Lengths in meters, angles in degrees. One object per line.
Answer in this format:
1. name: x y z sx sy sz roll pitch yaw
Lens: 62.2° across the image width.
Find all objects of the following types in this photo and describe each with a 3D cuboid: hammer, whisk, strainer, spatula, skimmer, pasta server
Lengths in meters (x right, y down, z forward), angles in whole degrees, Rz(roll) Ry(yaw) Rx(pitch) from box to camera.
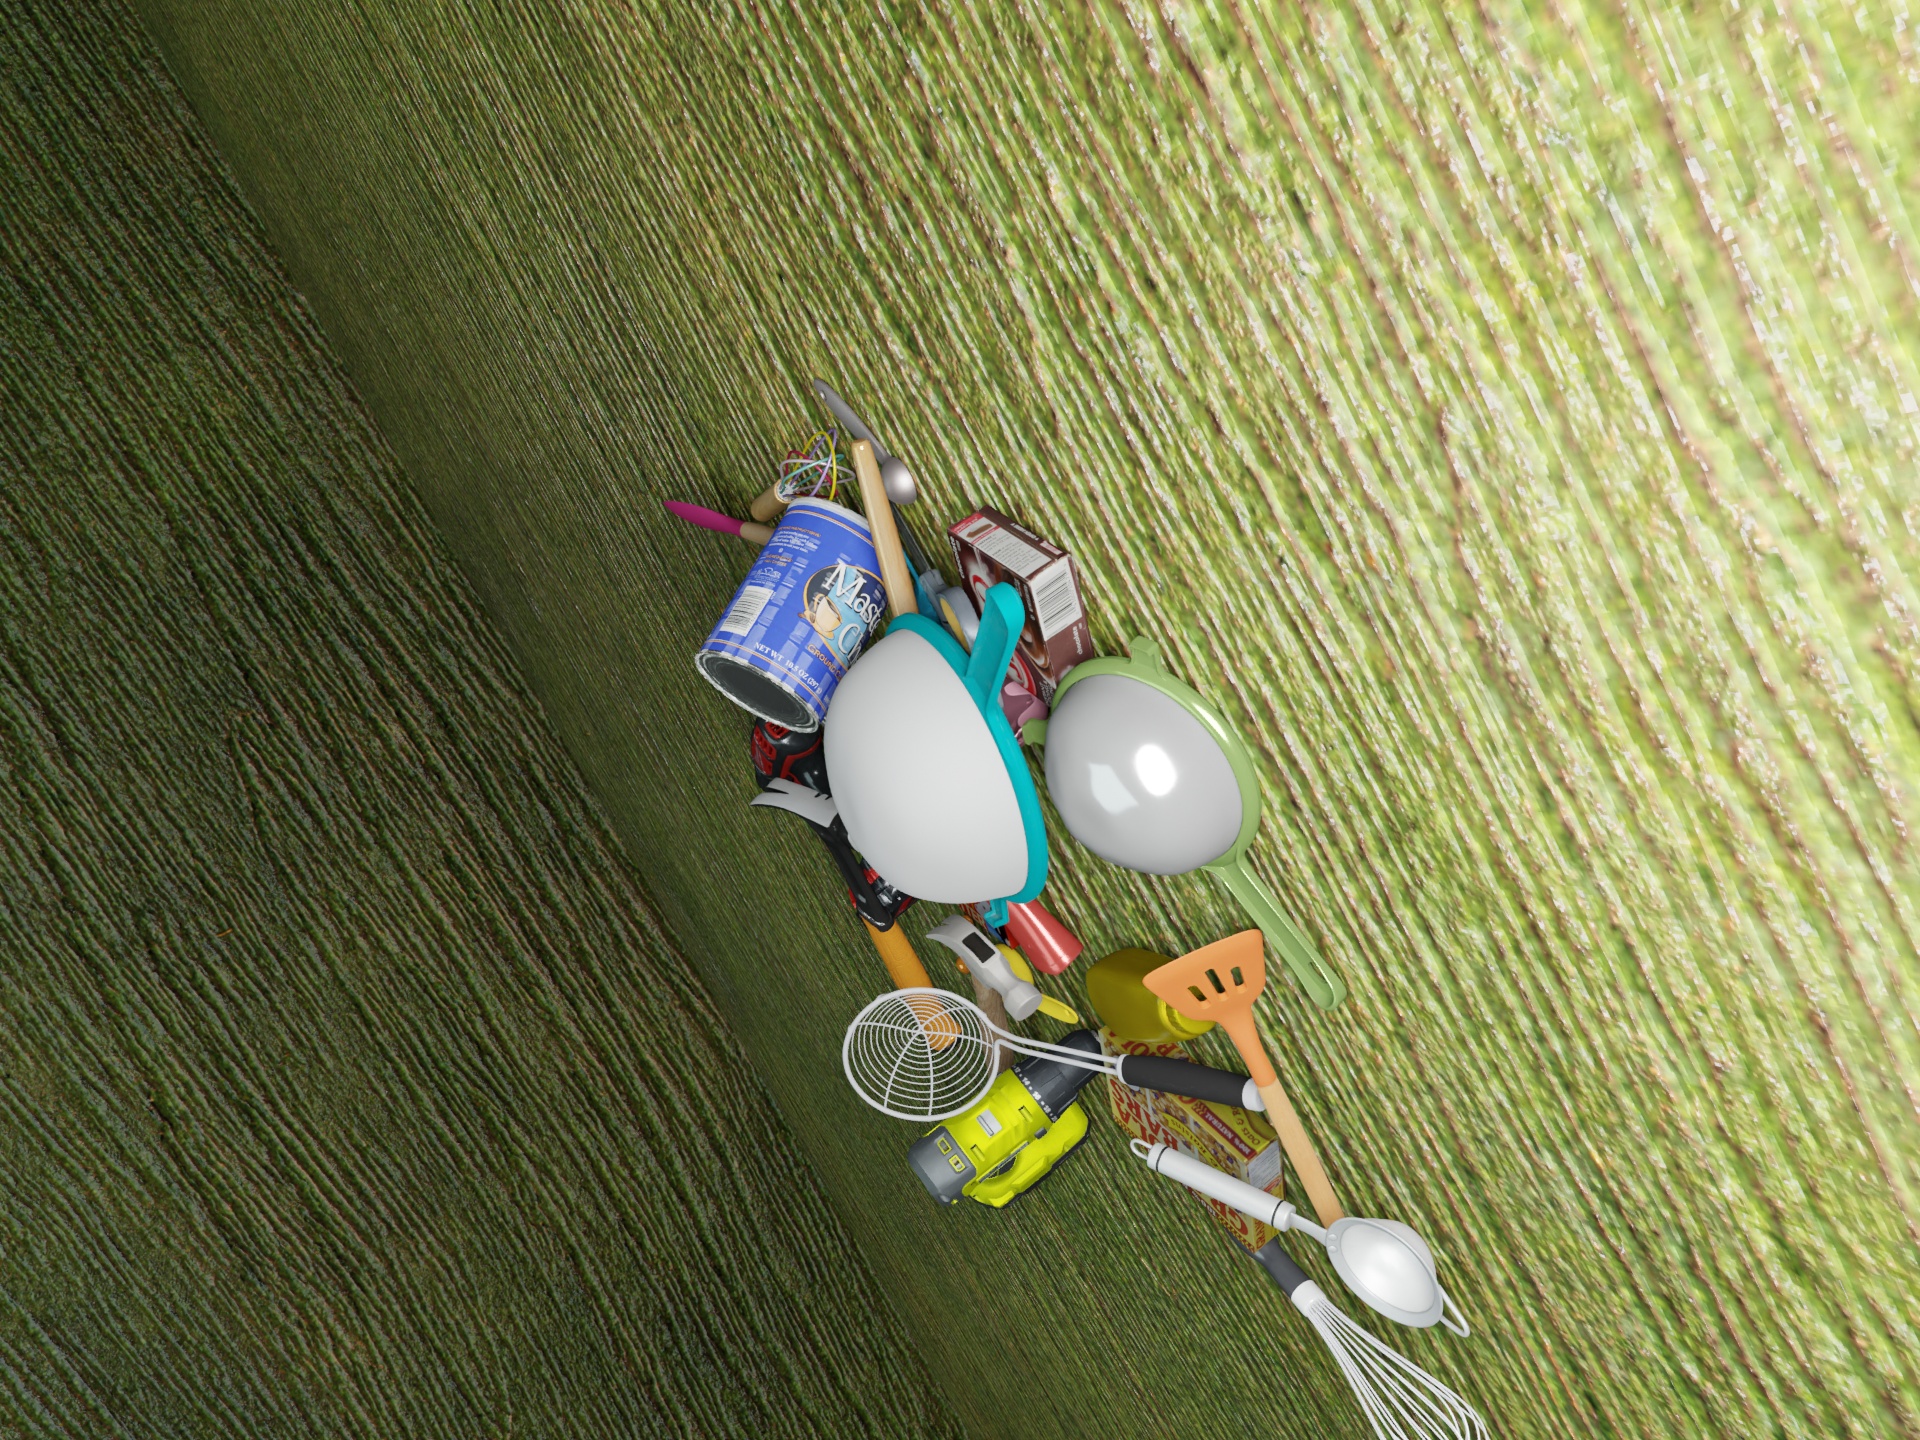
1. hammer: -0.033 0.060 1.275 0.359 0.037 0.149 46 140 2
2. whisk: -0.131 -0.179 1.242 0.047 0.051 0.245 56 163 -9
3. strainer: 0.130 0.082 0.940 0.256 0.069 0.151 51 147 0
4. strainer: -0.026 0.016 1.000 0.211 0.095 0.340 60 162 18
5. spatula: 0.215 0.265 1.068 0.041 0.081 0.322 -98 -18 -65
6. whisk: 0.279 0.454 1.180 0.285 0.070 0.070 43 156 46
7. strainer: 0.227 0.336 1.074 0.259 0.050 0.086 18 131 32
8. skimmer: 0.063 0.275 1.218 0.363 0.090 0.127 1 118 44
9. pasta server: -0.002 -0.004 1.199 0.060 0.040 0.316 69 160 -3
10. hammer: -0.074 0.184 1.415 0.127 0.034 0.336 17 144 40
11. hammer: 0.029 0.280 1.464 0.130 0.031 0.331 45 161 29

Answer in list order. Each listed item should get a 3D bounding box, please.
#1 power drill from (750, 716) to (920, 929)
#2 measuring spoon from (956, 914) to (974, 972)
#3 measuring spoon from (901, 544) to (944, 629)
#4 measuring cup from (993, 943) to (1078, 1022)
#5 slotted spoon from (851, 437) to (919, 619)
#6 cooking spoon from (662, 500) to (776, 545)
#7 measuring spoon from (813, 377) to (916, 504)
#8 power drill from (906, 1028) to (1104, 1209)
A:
1. power drill: -0.121 0.090 1.521 0.227 0.080 0.187 50 159 9
2. measuring spoon: 0.004 0.218 1.540 0.021 0.011 0.116 49 158 24
3. measuring spoon: -0.046 -0.110 1.134 0.128 0.021 0.042 60 -176 -26
4. measuring cup: 0.067 0.234 1.399 0.157 0.029 0.062 13 131 60
5. slotted spoon: -0.031 -0.051 1.129 0.070 0.031 0.313 41 150 58
6. cooking spoon: -0.171 -0.159 1.362 0.068 0.017 0.319 18 -178 -38
7. measuring spoon: -0.072 -0.195 1.113 0.124 0.018 0.034 51 159 21
8. power drill: 0.055 0.358 1.420 0.080 0.190 0.228 50 172 21
